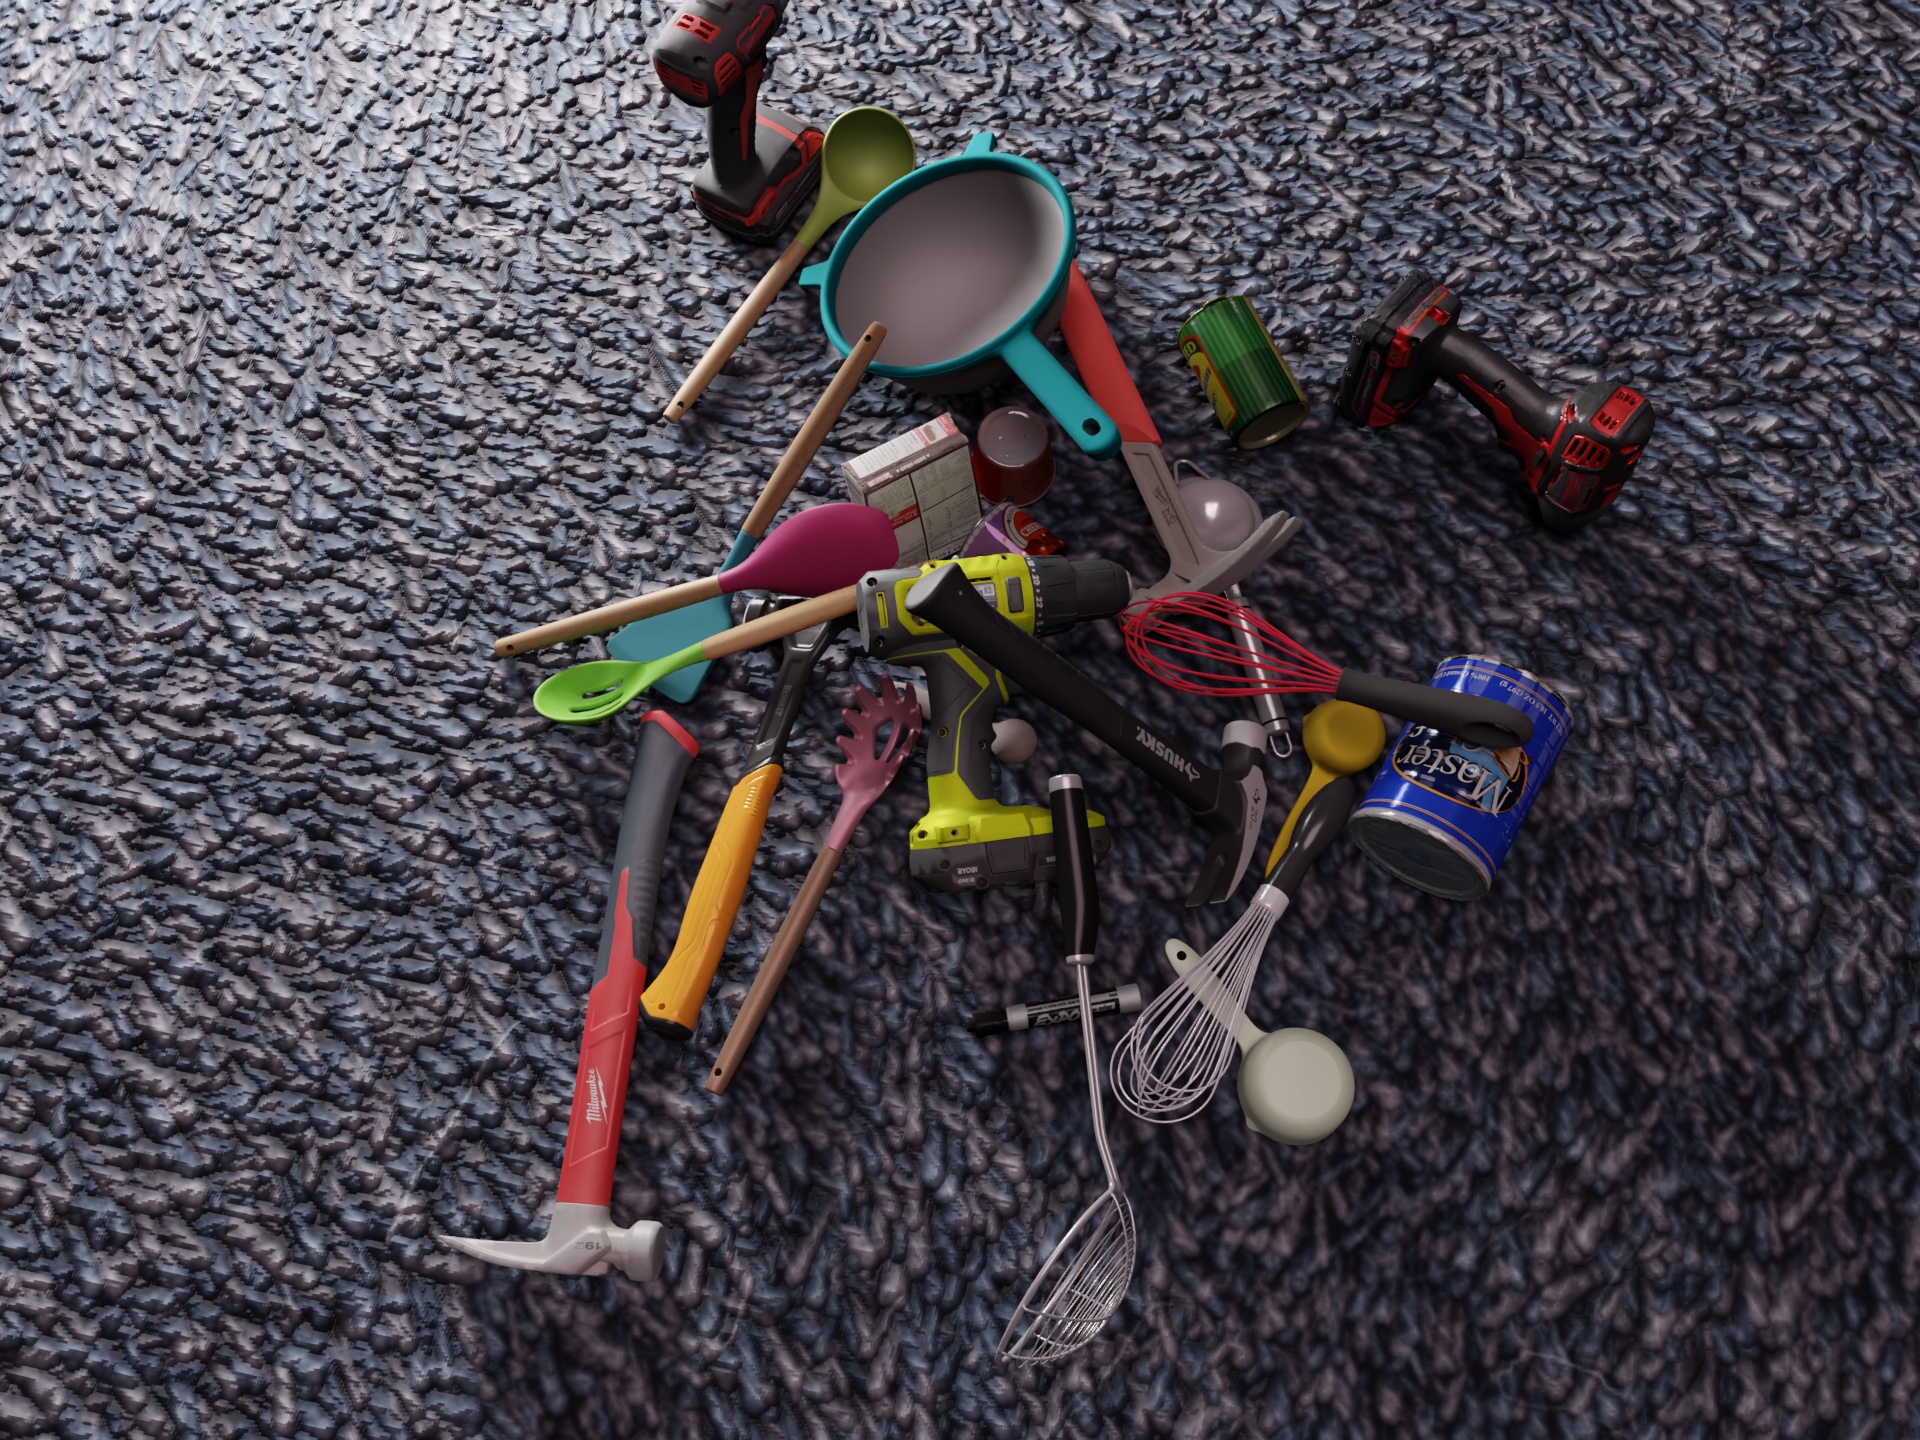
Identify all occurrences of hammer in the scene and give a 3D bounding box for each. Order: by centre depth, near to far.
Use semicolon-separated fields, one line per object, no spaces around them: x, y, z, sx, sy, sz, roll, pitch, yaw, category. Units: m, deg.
0.089;0.000;1.041;0.334;0.035;0.146;34;56;-34;hammer
-0.250;0.177;1.096;0.143;0.038;0.387;4;69;4;hammer
-0.140;0.061;1.106;0.127;0.034;0.337;5;63;24;hammer
0.129;-0.250;1.225;0.149;0.036;0.359;-35;61;30;hammer

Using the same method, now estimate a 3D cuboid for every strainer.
0.207;-0.093;1.193;0.087;0.050;0.259;-12;73;-9;strainer
0.034;-0.288;1.212;0.211;0.095;0.341;-37;57;3;strainer

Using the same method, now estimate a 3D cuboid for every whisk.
0.191;0.147;1.070;0.070;0.070;0.285;32;67;12;whisk
0.243;-0.031;1.092;0.296;0.073;0.073;17;70;24;whisk

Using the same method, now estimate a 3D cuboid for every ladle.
-0.142;-0.369;1.293;0.078;0.062;0.320;37;75;-15;ladle

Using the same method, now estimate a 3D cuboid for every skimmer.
0.054;0.216;1.013;0.090;0.127;0.363;-8;74;14;skimmer

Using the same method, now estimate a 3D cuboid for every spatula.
-0.146;-0.162;1.188;0.082;0.044;0.317;34;96;16;spatula

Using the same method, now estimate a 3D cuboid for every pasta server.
-0.105;0.113;1.118;0.060;0.040;0.316;17;71;26;pasta server

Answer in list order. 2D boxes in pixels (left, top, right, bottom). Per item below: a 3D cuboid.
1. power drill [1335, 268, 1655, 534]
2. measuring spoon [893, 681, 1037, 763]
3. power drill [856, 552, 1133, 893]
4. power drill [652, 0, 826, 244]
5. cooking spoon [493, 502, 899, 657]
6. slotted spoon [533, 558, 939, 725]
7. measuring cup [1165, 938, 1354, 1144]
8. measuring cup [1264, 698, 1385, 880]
0.399;-0.229;1.195;0.220;0.143;0.078;37;70;20;power drill
-0.002;-0.004;1.171;0.124;0.018;0.034;22;71;10;measuring spoon
0.036;-0.004;1.101;0.190;0.080;0.228;-7;88;-10;power drill
-0.157;-0.510;1.253;0.080;0.226;0.188;28;72;10;power drill
-0.198;-0.092;1.164;0.319;0.017;0.068;-15;109;12;cooking spoon
-0.160;-0.057;1.148;0.314;0.031;0.070;-19;38;8;slotted spoon
0.198;0.210;1.077;0.083;0.038;0.168;-37;75;-12;measuring cup
0.257;0.052;1.138;0.062;0.029;0.156;29;74;-2;measuring cup
